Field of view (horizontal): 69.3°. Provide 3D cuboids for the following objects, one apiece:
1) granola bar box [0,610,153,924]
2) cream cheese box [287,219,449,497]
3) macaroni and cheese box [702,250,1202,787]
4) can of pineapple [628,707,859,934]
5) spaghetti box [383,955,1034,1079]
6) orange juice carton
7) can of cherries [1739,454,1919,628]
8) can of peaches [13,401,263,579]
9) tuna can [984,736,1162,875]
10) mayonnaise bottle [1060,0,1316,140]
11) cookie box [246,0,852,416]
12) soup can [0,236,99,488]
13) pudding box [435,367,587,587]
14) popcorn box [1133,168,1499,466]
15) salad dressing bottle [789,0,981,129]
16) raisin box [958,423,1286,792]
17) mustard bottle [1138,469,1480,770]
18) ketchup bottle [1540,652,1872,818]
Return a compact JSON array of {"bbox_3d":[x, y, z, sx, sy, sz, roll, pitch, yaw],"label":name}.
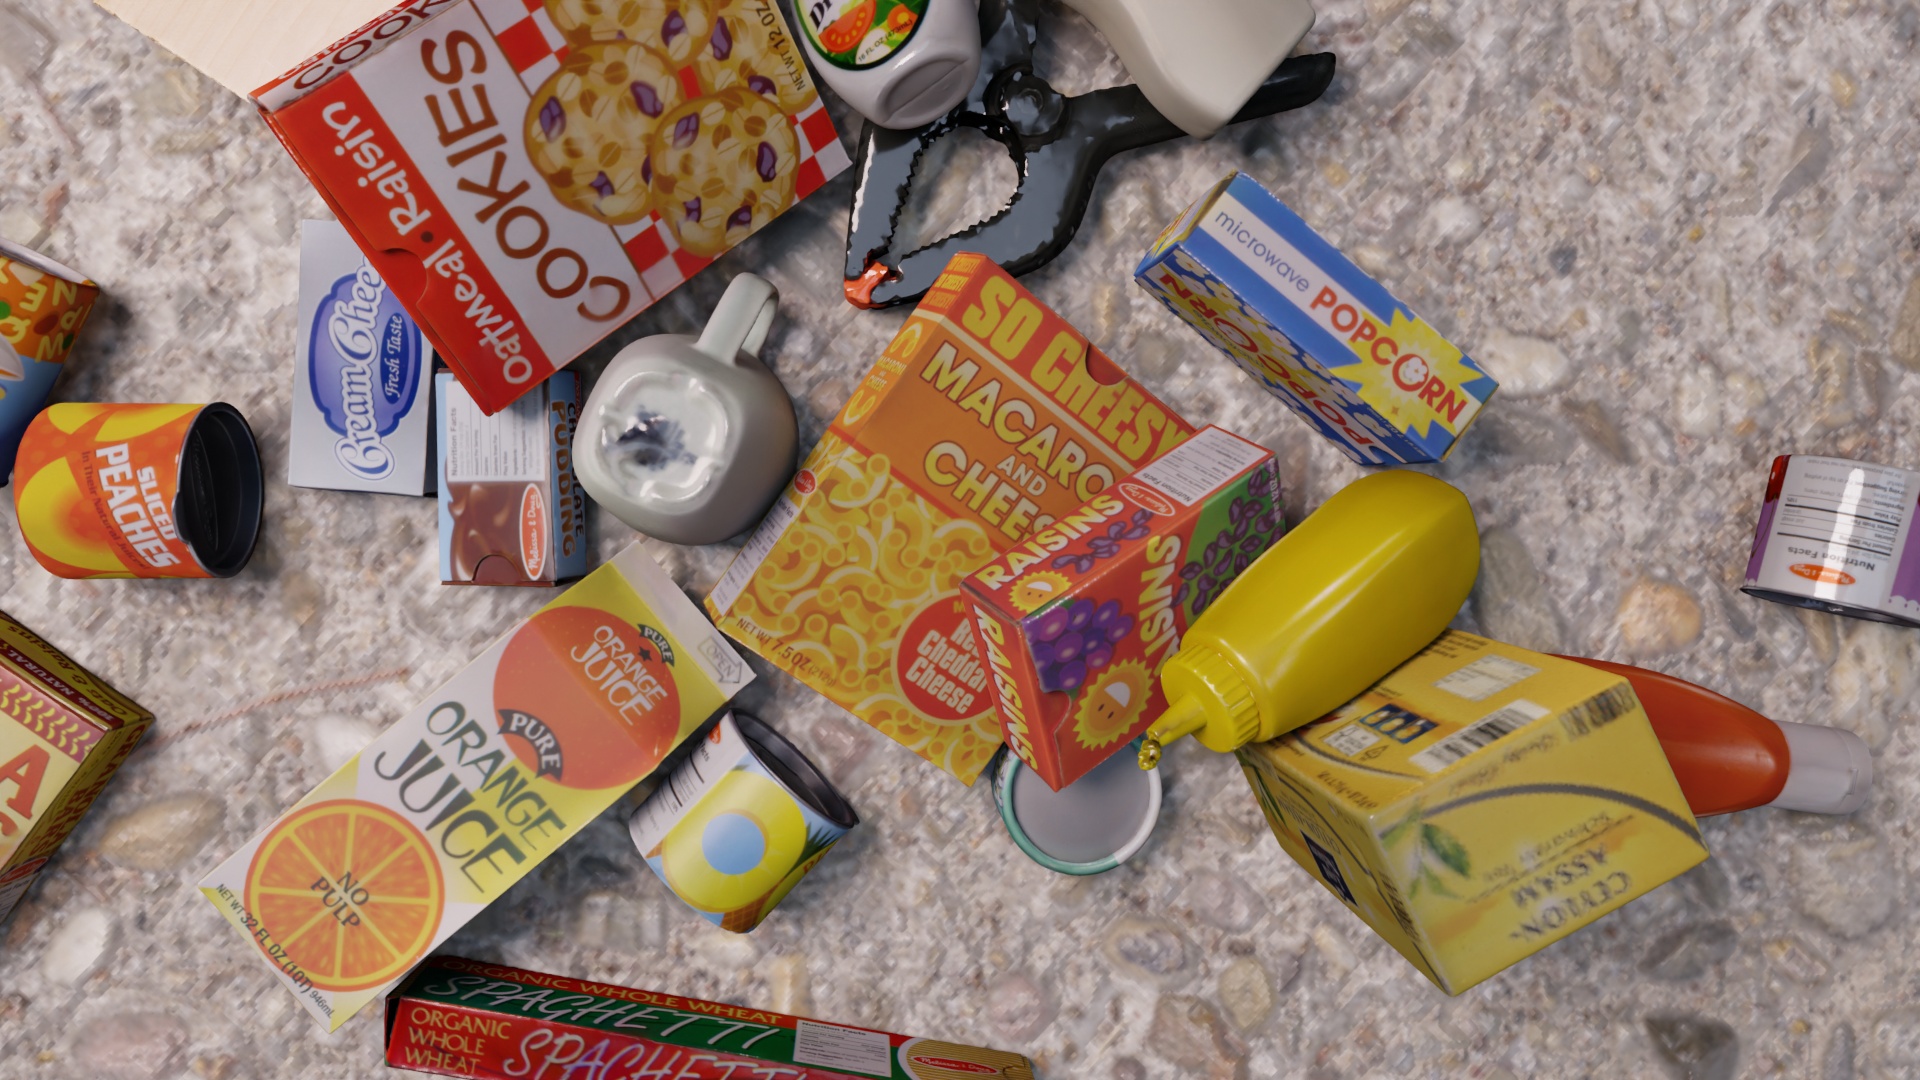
[{"bbox_3d":[-0.417,0.070,0.521,0.165,0.039,0.124,37,89,-5],"label":"granola bar box"},{"bbox_3d":[-0.227,-0.070,0.538,0.053,0.024,0.103,3,92,-3],"label":"cream cheese box"},{"bbox_3d":[0.002,-0.007,0.533,0.123,0.040,0.166,36,90,-23],"label":"macaroni and cheese box"},{"bbox_3d":[-0.083,0.109,0.535,0.071,0.071,0.058,44,89,-5],"label":"can of pineapple"},{"bbox_3d":[-0.094,0.204,0.546,0.250,0.050,0.028,11,91,-4],"label":"spaghetti box"},{"bbox_3d":[-0.174,0.086,0.523,0.193,0.073,0.072,-39,94,-2],"label":"orange juice carton"},{"bbox_3d":[0.361,0.000,0.566,0.071,0.071,0.058,13,91,-5],"label":"can of cherries"},{"bbox_3d":[-0.301,-0.018,0.511,0.058,0.071,0.071,0,93,-3],"label":"can of peaches"},{"bbox_3d":[0.044,0.098,0.560,0.071,0.033,0.071,0,92,-5],"label":"tuna can"},{"bbox_3d":[0.057,-0.219,0.511,0.148,0.041,0.065,41,82,-4],"label":"mayonnaise bottle"},{"bbox_3d":[-0.134,-0.142,0.486,0.168,0.040,0.122,-39,131,-15],"label":"cookie box"},{"bbox_3d":[-0.366,-0.070,0.504,0.071,0.071,0.083,26,90,-5],"label":"soup can"},{"bbox_3d":[-0.173,-0.024,0.535,0.049,0.030,0.083,-1,92,11],"label":"pudding box"},{"bbox_3d":[0.131,-0.082,0.533,0.126,0.085,0.038,38,89,-5],"label":"popcorn box"},{"bbox_3d":[-0.043,-0.225,0.517,0.064,0.044,0.148,-32,74,19],"label":"salad dressing bottle"},{"bbox_3d":[0.066,0.024,0.520,0.124,0.040,0.085,-31,130,-21],"label":"raisin box"},{"bbox_3d":[0.121,0.034,0.506,0.161,0.049,0.065,-32,125,-22],"label":"mustard bottle"},{"bbox_3d":[0.296,0.087,0.573,0.149,0.043,0.064,8,94,-5],"label":"ketchup bottle"}]
